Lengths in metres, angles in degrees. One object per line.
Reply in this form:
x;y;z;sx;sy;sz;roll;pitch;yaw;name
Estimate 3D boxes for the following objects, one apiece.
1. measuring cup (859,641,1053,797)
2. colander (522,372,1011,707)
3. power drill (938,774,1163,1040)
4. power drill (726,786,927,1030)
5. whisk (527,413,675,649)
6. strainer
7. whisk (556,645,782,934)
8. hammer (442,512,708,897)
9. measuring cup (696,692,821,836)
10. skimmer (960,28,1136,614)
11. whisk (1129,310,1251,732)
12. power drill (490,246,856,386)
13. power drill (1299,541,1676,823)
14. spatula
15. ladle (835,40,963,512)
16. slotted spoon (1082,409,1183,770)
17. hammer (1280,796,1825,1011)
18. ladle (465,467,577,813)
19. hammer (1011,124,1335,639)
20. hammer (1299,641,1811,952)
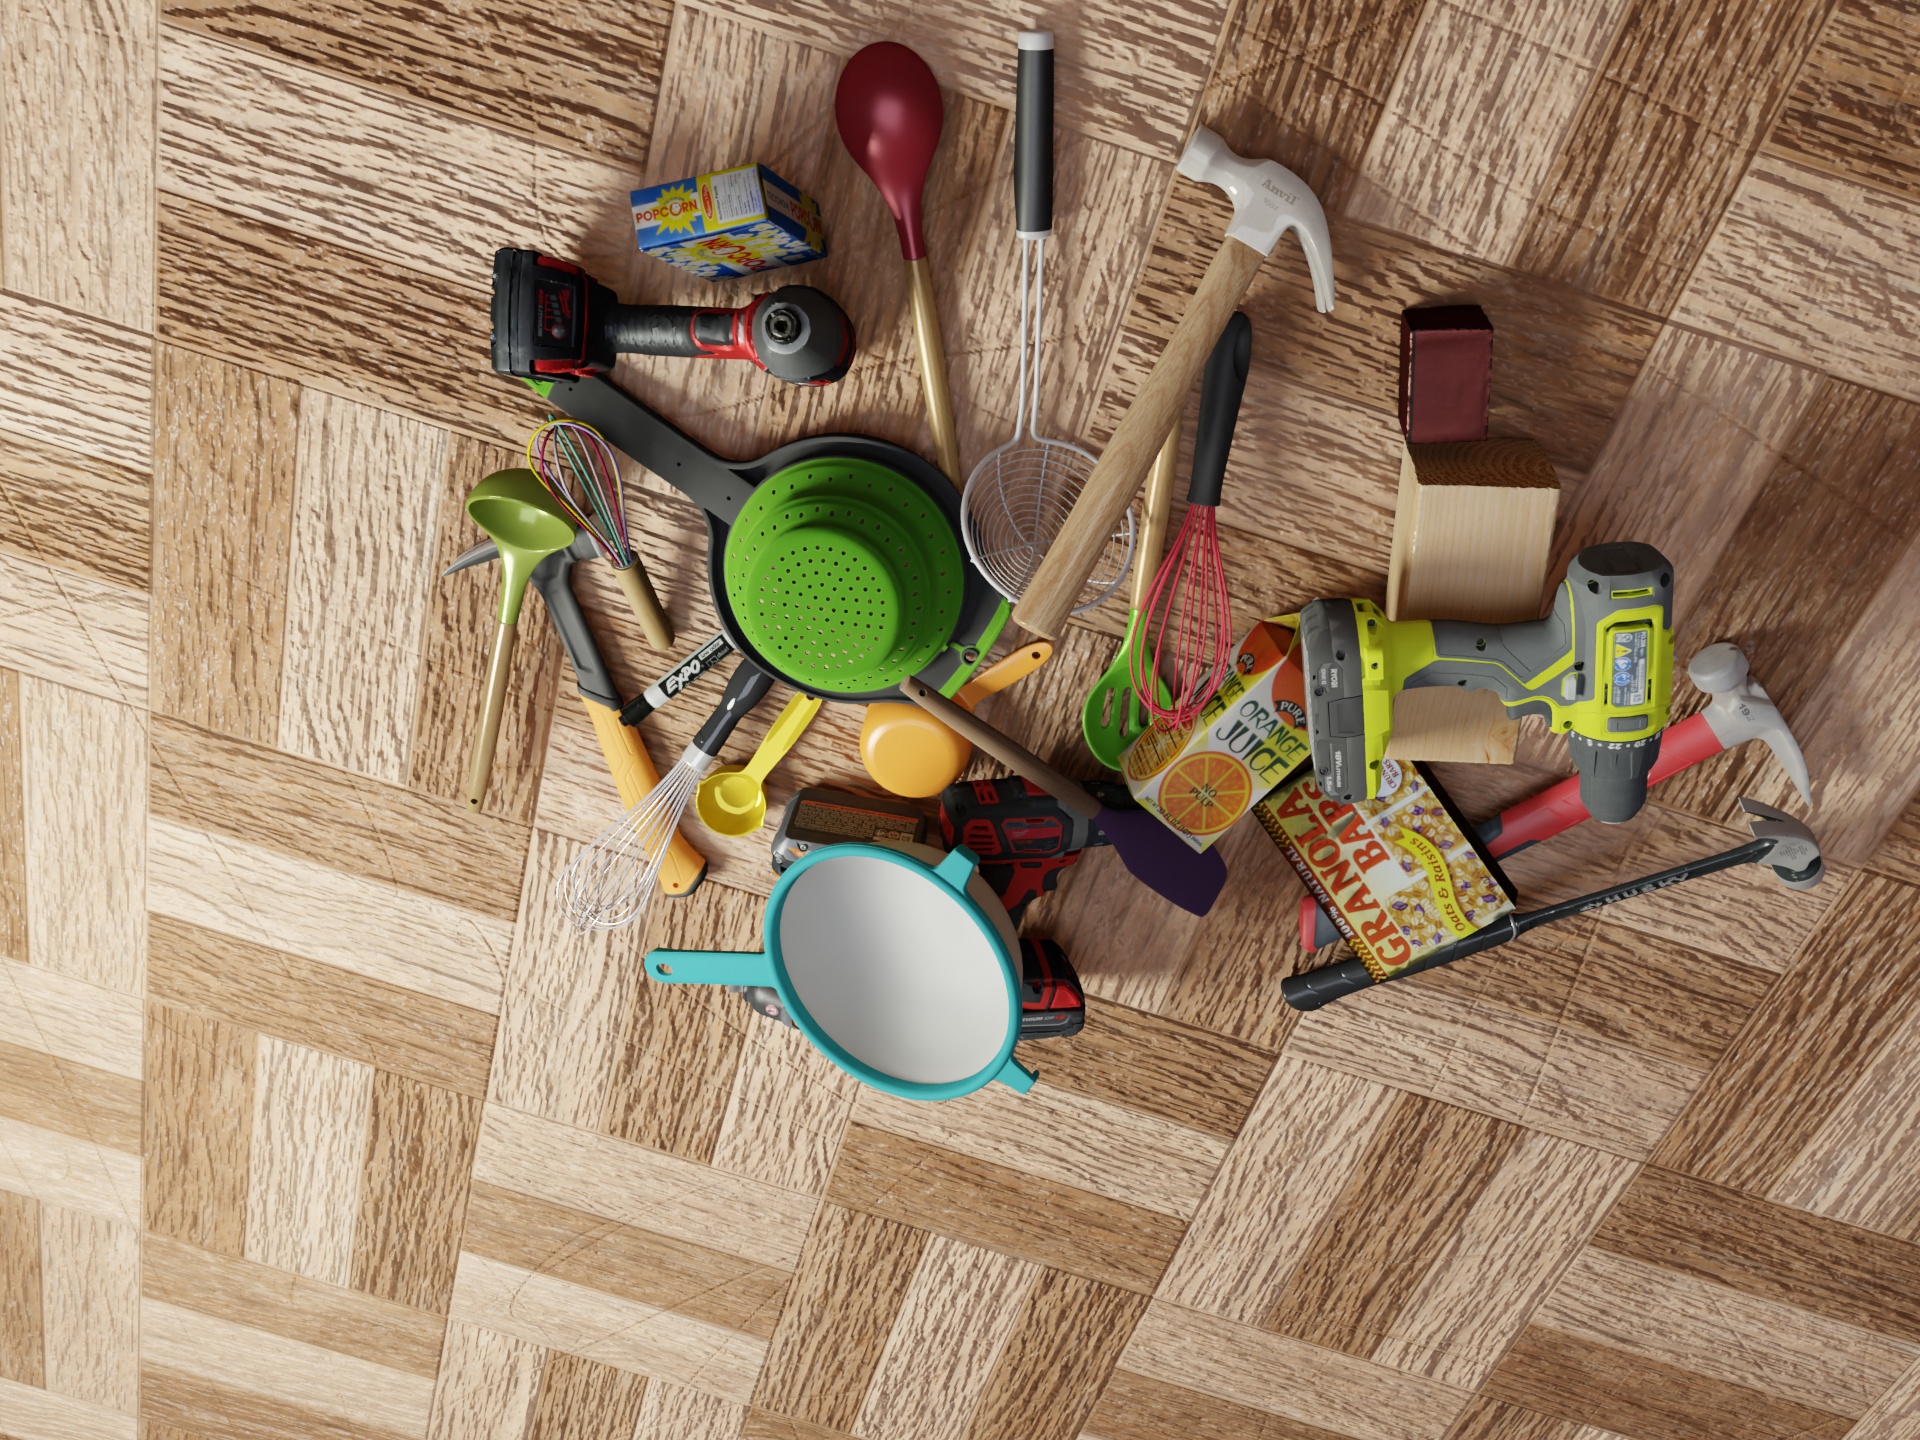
-0.002;-0.004;1.207;0.173;0.052;0.095;-32;111;25;measuring cup
-0.154;-0.138;1.108;0.397;0.094;0.204;34;112;-6;colander
0.071;0.141;1.260;0.188;0.080;0.226;-2;121;-13;power drill
-0.110;0.169;1.309;0.164;0.084;0.226;9;125;3;power drill
-0.249;-0.128;1.129;0.051;0.047;0.244;37;159;28;whisk
-0.088;0.171;1.209;0.340;0.095;0.211;-4;111;32;strainer
-0.222;0.053;1.239;0.070;0.070;0.284;34;101;-12;whisk
-0.284;0.002;1.262;0.127;0.034;0.336;-11;118;13;hammer
-0.154;0.026;1.269;0.062;0.029;0.156;35;107;-10;measuring cup
0.060;-0.250;1.036;0.127;0.090;0.363;-11;120;-19;skimmer
0.164;-0.131;1.094;0.073;0.073;0.295;8;109;3;whisk
-0.183;-0.254;1.030;0.219;0.143;0.078;5;99;3;power drill
0.344;-0.011;1.038;0.228;0.080;0.190;-5;119;9;power drill
0.082;0.052;1.173;0.315;0.018;0.060;33;80;-23;spatula
-0.028;-0.285;1.066;0.069;0.031;0.315;-5;121;9;ladle
0.136;-0.106;1.146;0.070;0.031;0.313;2;119;-5;slotted spoon
0.439;0.153;1.223;0.409;0.036;0.149;-23;148;25;hammer
-0.346;-0.048;1.189;0.078;0.062;0.320;15;123;-9;ladle
0.129;-0.201;1.030;0.130;0.031;0.331;27;101;-7;hammer
0.436;0.091;1.211;0.386;0.038;0.143;-32;113;23;hammer
